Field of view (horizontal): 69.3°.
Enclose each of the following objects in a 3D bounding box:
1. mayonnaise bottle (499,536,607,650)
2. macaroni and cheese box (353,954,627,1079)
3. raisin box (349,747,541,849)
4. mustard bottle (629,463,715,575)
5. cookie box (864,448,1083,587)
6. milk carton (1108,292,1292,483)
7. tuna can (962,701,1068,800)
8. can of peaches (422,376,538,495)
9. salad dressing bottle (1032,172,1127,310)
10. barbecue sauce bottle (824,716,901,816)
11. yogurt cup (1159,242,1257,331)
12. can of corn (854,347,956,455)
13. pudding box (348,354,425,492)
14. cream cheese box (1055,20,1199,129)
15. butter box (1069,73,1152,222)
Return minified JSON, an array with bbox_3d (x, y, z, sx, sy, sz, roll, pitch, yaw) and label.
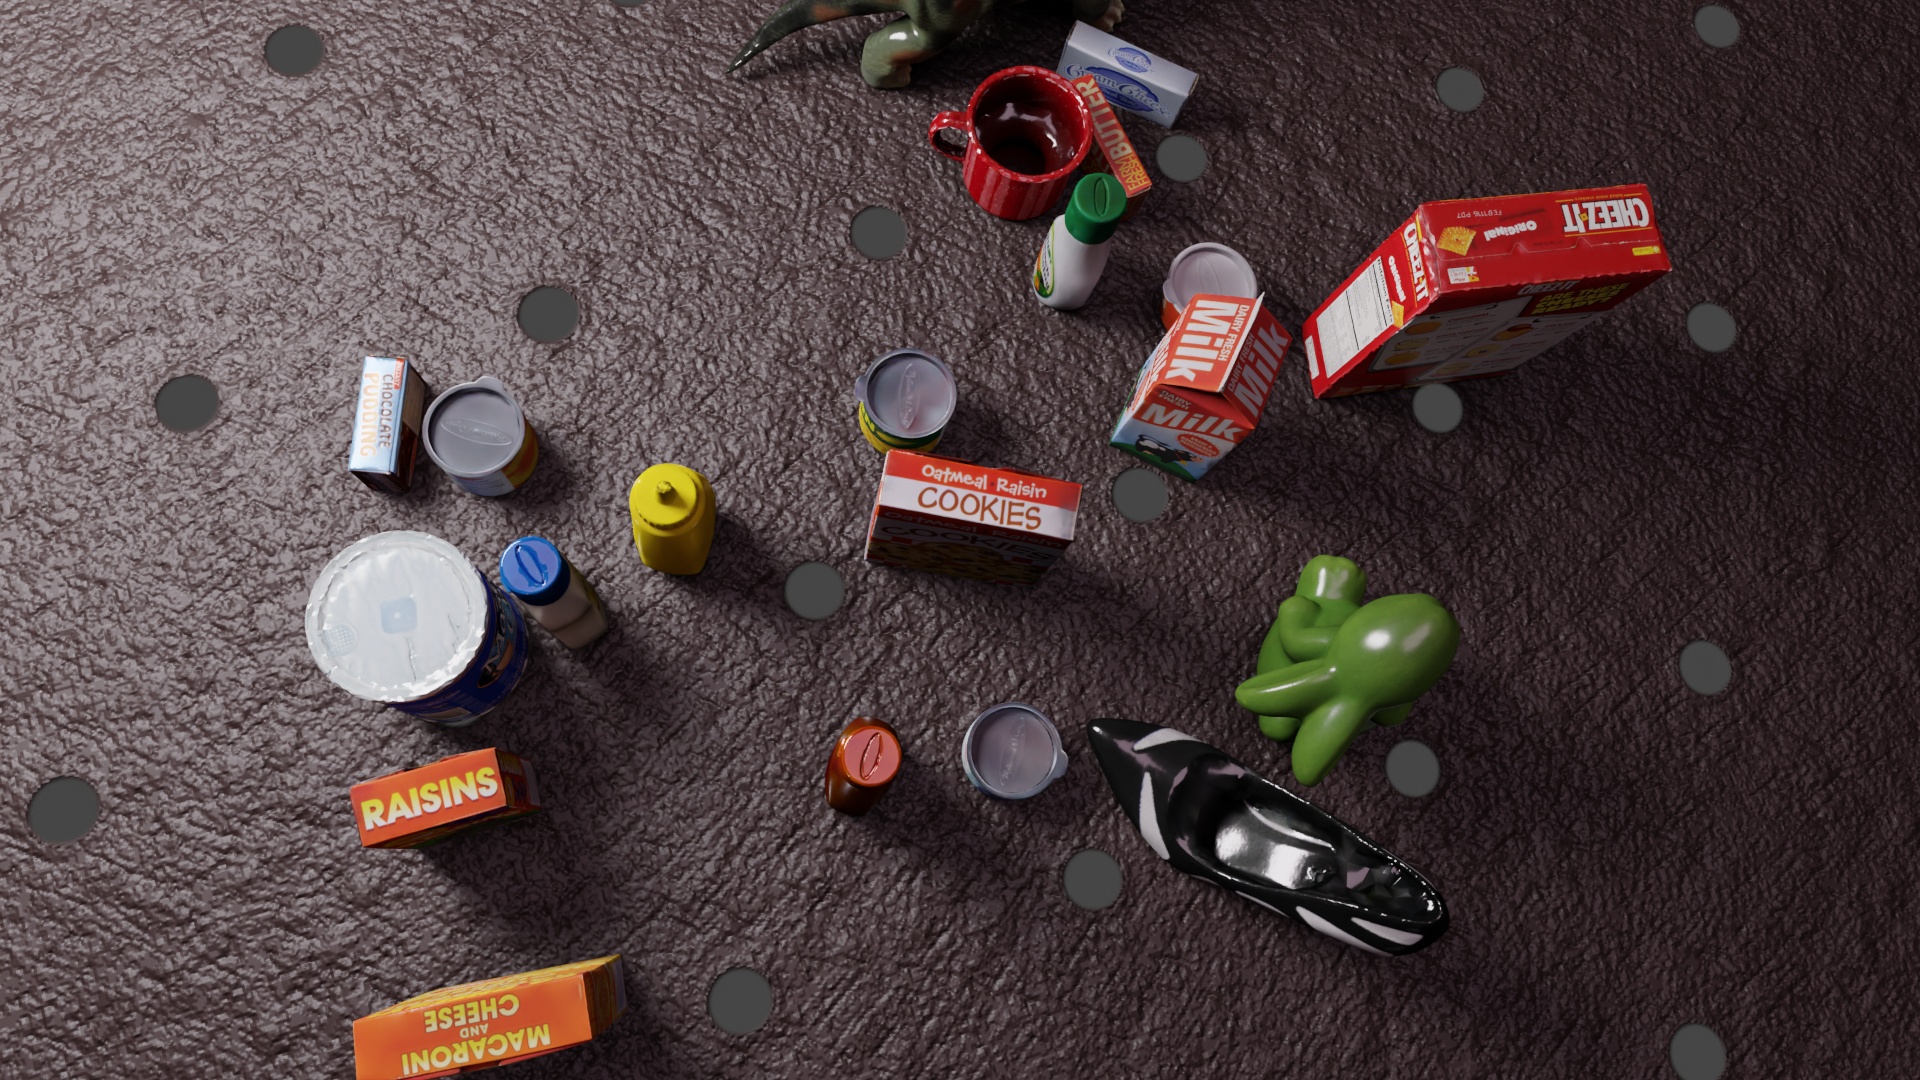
[{"bbox_3d":[-0.262,0.031,0.889,0.041,0.147,0.065,-33,83,-13],"label":"mayonnaise bottle"},{"bbox_3d":[-0.269,0.281,0.820,0.124,0.166,0.040,-9,79,-9],"label":"macaroni and cheese box"},{"bbox_3d":[-0.316,0.161,0.865,0.086,0.123,0.040,-15,80,-10],"label":"raisin box"},{"bbox_3d":[-0.188,-0.019,0.904,0.049,0.160,0.065,9,77,-5],"label":"mustard bottle"},{"bbox_3d":[0.003,-0.012,0.922,0.123,0.167,0.040,10,77,-5],"label":"cookie box"},{"bbox_3d":[0.166,-0.106,0.953,0.073,0.190,0.072,25,76,-1],"label":"milk carton"},{"bbox_3d":[0.037,0.147,0.959,0.071,0.032,0.071,2,77,-7],"label":"tuna can"},{"bbox_3d":[-0.326,-0.070,0.951,0.071,0.058,0.071,2,77,-7],"label":"can of peaches"},{"bbox_3d":[0.085,-0.212,0.990,0.044,0.147,0.064,3,77,-6],"label":"salad dressing bottle"},{"bbox_3d":[-0.062,0.142,0.888,0.044,0.148,0.065,19,76,-2],"label":"barbecue sauce bottle"},{"bbox_3d":[0.182,-0.182,1.043,0.072,0.054,0.072,2,77,-7],"label":"yogurt cup"},{"bbox_3d":[-0.041,-0.097,0.993,0.071,0.058,0.071,2,77,-7],"label":"can of corn"},{"bbox_3d":[-0.391,-0.079,0.950,0.030,0.049,0.084,4,77,-6],"label":"pudding box"},{"bbox_3d":[0.128,-0.360,1.078,0.104,0.053,0.024,24,76,-1],"label":"cream cheese box"},{"bbox_3d":[0.108,-0.298,1.062,0.024,0.053,0.103,-25,81,-12],"label":"butter box"}]
